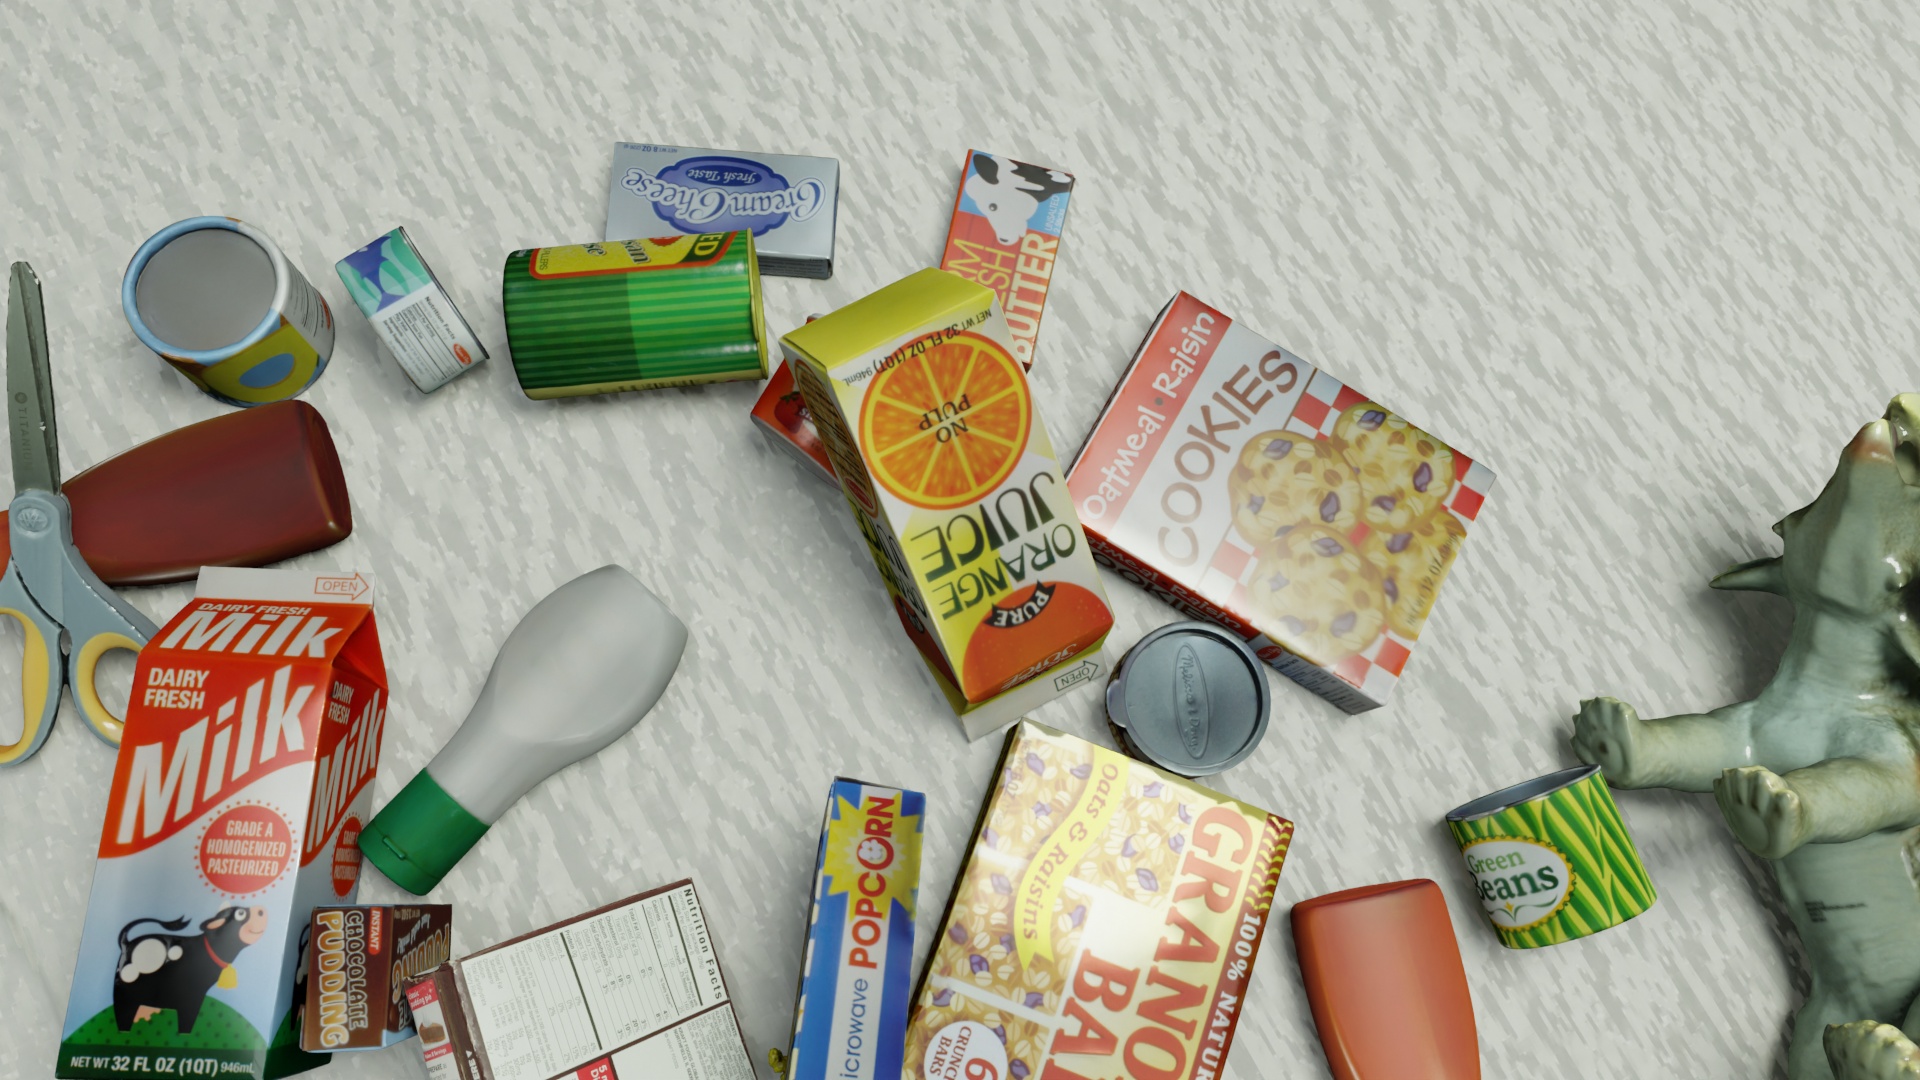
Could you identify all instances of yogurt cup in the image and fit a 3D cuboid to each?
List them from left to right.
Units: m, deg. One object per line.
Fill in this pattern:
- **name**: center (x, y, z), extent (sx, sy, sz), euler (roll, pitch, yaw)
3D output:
- **yogurt cup**: center (-0.054, -0.058, 0.606), extent (0.072, 0.072, 0.054), euler (37, 83, 5)

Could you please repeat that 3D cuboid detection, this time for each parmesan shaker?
- **parmesan shaker**: center (-0.138, -0.097, 0.600), extent (0.103, 0.071, 0.071), euler (-6, 76, -5)

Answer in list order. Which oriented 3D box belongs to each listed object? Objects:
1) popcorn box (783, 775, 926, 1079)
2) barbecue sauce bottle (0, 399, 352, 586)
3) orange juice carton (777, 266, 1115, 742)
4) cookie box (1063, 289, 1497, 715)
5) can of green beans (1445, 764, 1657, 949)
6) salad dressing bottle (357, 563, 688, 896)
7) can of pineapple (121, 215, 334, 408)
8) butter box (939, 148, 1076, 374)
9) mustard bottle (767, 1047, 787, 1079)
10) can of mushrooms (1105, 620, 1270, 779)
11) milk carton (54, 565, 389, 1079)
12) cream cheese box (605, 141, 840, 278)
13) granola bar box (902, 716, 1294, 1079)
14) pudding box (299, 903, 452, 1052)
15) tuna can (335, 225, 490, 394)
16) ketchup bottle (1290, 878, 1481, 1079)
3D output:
- **popcorn box**: center (-0.041, 0.165, 0.511), extent (0.038, 0.084, 0.127), euler (9, 47, -4)
- **barbecue sauce bottle**: center (-0.336, -0.010, 0.574), extent (0.149, 0.043, 0.065), euler (-17, 81, -9)
- **orange juice carton**: center (0.002, -0.007, 0.567), extent (0.072, 0.073, 0.192), euler (-28, 116, -12)
- **cookie box**: center (0.137, -0.018, 0.626), extent (0.167, 0.040, 0.123), euler (31, 74, 2)
- **can of green beans**: center (0.247, 0.132, 0.582), extent (0.071, 0.071, 0.058), euler (-18, 78, -10)
- **salad dressing bottle**: center (-0.178, 0.076, 0.567), extent (0.064, 0.044, 0.148), euler (41, 76, 5)
- **can of pineapple**: center (-0.312, -0.096, 0.592), extent (0.071, 0.057, 0.071), euler (1, 76, -5)
- **butter box**: center (0.017, -0.129, 0.651), extent (0.053, 0.024, 0.104), euler (14, 74, -2)
- **mustard bottle**: center (-0.038, 0.268, 0.527), extent (0.065, 0.048, 0.160), euler (-22, 77, -9)
- **can of mushrooms**: center (0.095, 0.070, 0.601), extent (0.071, 0.033, 0.071), euler (1, 76, -6)
- **milk carton**: center (-0.274, 0.103, 0.534), extent (0.072, 0.073, 0.191), euler (3, 75, -5)
- **cream cheese box**: center (-0.109, -0.153, 0.645), extent (0.104, 0.024, 0.053), euler (3, 76, -5)
- **granola bar box**: center (0.051, 0.173, 0.566), extent (0.124, 0.039, 0.166), euler (21, 74, 1)
- **pudding box**: center (-0.216, 0.161, 0.519), extent (0.030, 0.083, 0.050), euler (0, 75, -6)
- **tuna can**: center (-0.236, -0.100, 0.598), extent (0.033, 0.071, 0.071), euler (-34, 81, -11)
- **ketchup bottle**: center (0.182, 0.217, 0.565), extent (0.065, 0.043, 0.149), euler (-10, 76, -7)
